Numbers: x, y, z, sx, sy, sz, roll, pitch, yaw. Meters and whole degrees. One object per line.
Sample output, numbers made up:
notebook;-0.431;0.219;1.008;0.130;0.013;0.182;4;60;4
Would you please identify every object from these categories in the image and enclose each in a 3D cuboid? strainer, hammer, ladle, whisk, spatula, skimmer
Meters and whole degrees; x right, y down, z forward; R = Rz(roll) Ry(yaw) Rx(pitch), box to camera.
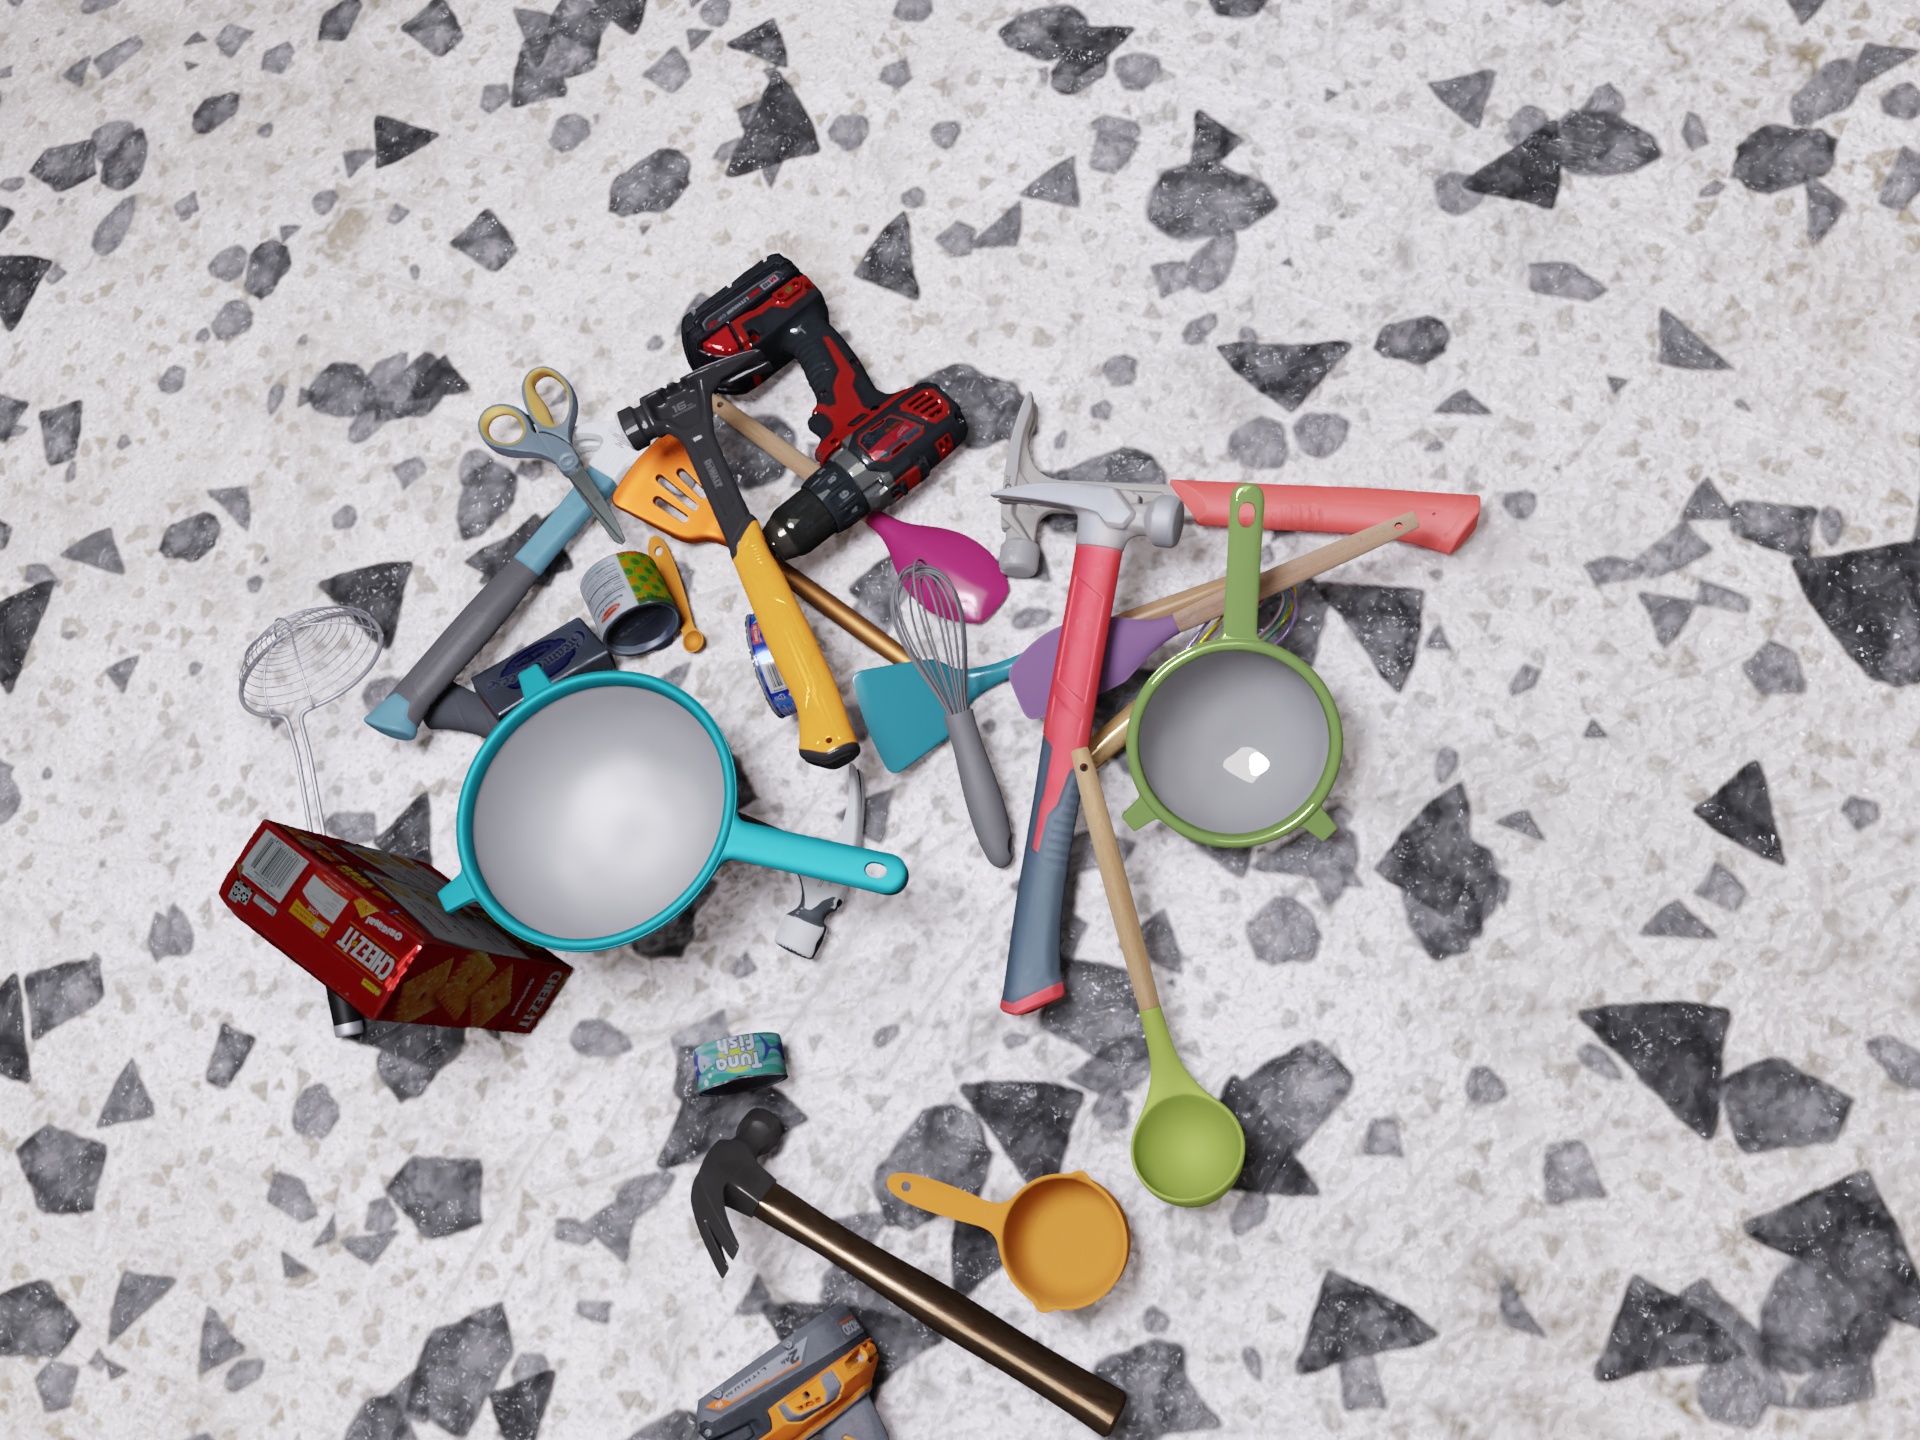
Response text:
strainer;-0.195;0.088;1.168;0.340;0.095;0.211;11;72;12
hammer;-0.367;-0.116;1.315;0.128;0.033;0.331;33;76;20
ladle;0.123;0.173;1.094;0.078;0.062;0.320;-15;85;5
hammer;-0.145;-0.119;1.191;0.127;0.034;0.337;-26;73;3
whisk;-0.001;-0.004;1.178;0.055;0.055;0.239;-16;95;8
spatula;0.078;-0.053;1.210;0.317;0.044;0.082;-21;92;4
hammer;0.061;0.019;1.159;0.143;0.038;0.386;9;88;20
spatula;0.180;-0.083;1.159;0.316;0.018;0.060;-23;84;14
hammer;-0.039;0.388;1.089;0.331;0.130;0.031;28;116;11
spatula;-0.138;-0.117;1.276;0.323;0.041;0.081;36;82;17
strainer;0.196;-0.040;1.135;0.151;0.069;0.256;2;99;5
whisk;0.152;-0.024;1.186;0.245;0.047;0.051;-40;71;3
skimmer;-0.518;0.077;1.315;0.127;0.090;0.363;-13;82;5
hammer;-0.261;0.044;1.264;0.409;0.036;0.149;21;79;18
hammer;0.210;-0.174;1.219;0.359;0.036;0.149;5;76;14

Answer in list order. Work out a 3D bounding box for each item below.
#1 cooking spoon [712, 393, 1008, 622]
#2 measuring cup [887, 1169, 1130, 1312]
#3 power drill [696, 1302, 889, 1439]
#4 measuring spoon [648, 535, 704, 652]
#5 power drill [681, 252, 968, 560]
cooking spoon;-0.092;-0.180;1.297;0.319;0.017;0.069;37;83;19
measuring cup;0.034;0.346;1.103;0.174;0.052;0.095;14;78;18
power drill;-0.081;0.531;1.062;0.164;0.084;0.227;-36;74;2
measuring spoon;-0.235;-0.105;1.314;0.021;0.011;0.117;-31;66;14
power drill;-0.130;-0.248;1.282;0.188;0.080;0.227;-40;72;-11
